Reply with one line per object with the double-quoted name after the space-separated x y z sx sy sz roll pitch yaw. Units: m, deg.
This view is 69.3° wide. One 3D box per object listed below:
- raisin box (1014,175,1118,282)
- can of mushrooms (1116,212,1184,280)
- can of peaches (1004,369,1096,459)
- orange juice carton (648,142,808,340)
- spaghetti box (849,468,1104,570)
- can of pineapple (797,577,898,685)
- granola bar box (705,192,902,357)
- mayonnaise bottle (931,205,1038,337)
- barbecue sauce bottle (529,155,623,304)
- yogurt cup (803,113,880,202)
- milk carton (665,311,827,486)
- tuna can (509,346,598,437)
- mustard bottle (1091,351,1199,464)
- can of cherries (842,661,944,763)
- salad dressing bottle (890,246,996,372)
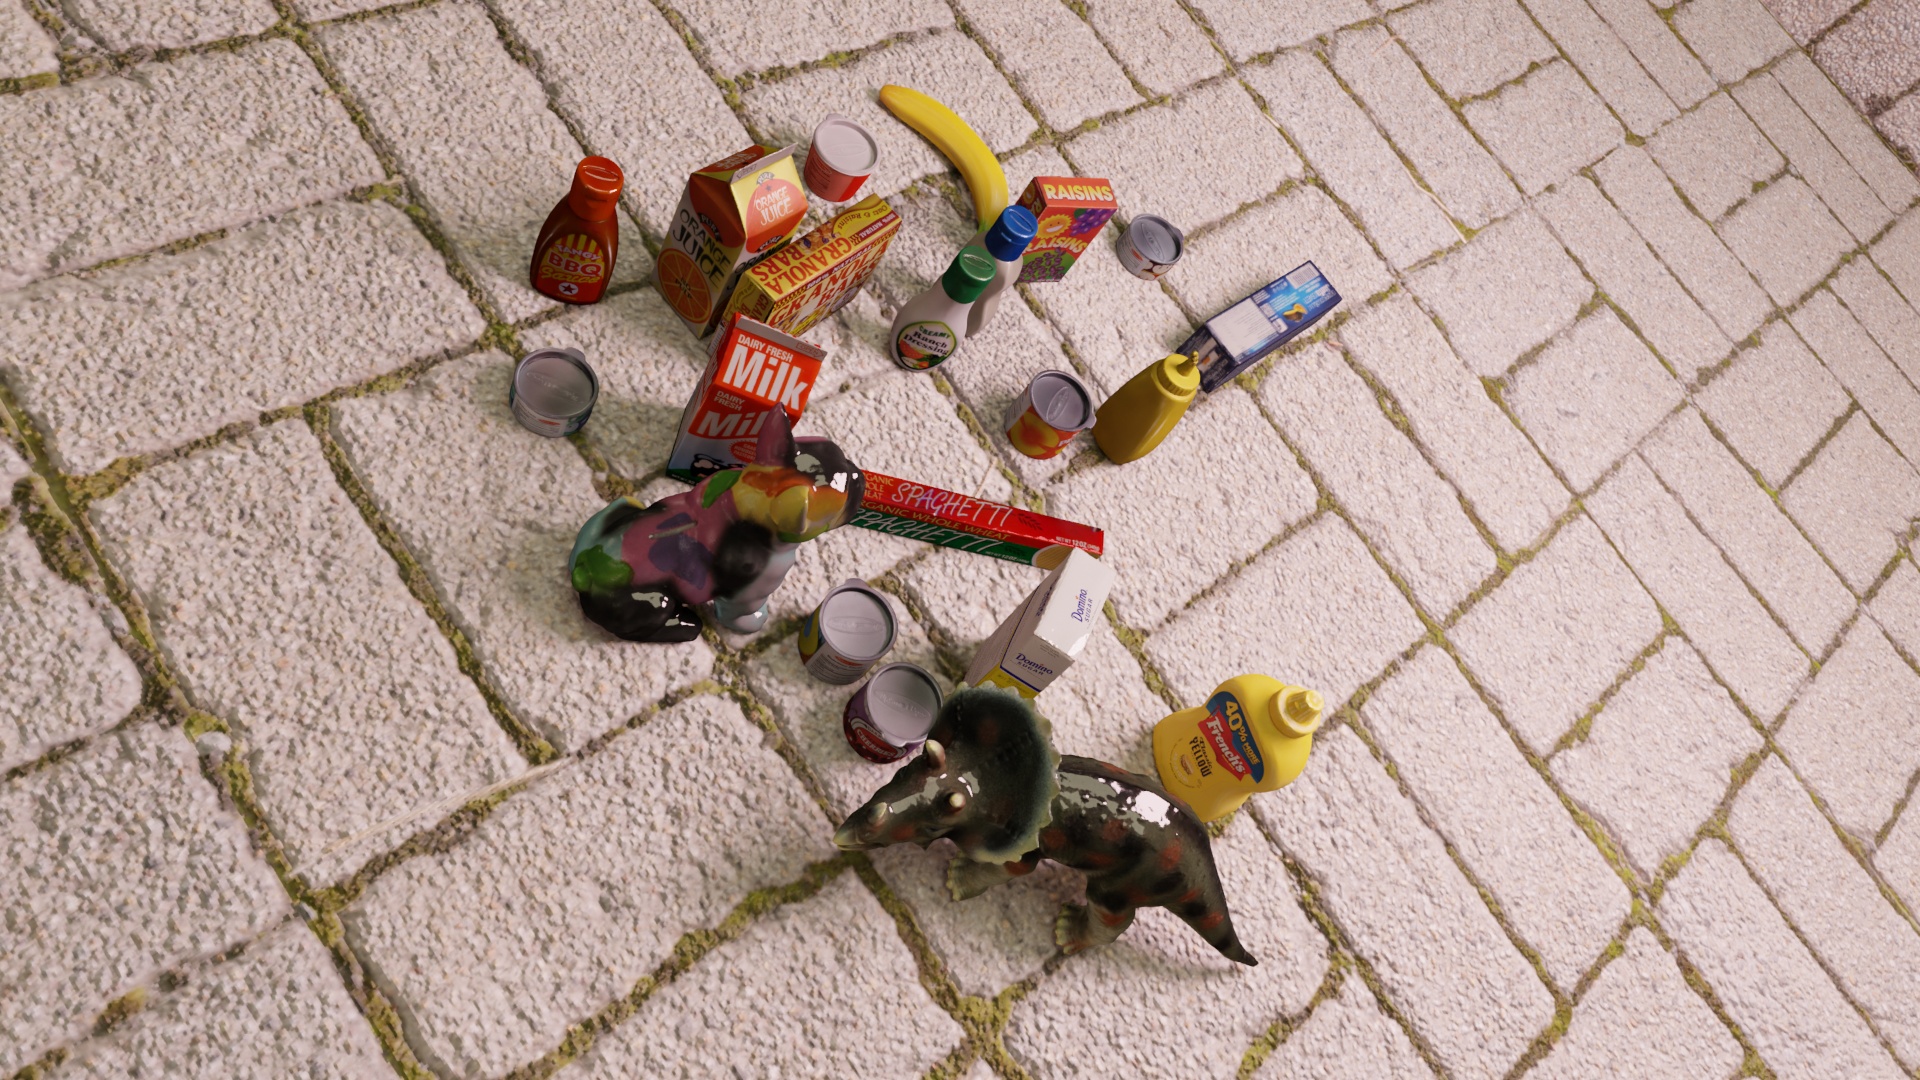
0.086 -0.304 1.362 0.086 0.122 0.040 -6 67 -29 "raisin box"
0.203 -0.313 1.481 0.071 0.033 0.071 12 60 -21 "can of mushrooms"
0.083 -0.116 1.299 0.071 0.057 0.071 12 60 -21 "can of peaches"
-0.189 -0.258 1.155 0.073 0.191 0.072 50 54 4 "orange juice carton"
0.004 -0.015 1.211 0.250 0.050 0.029 13 59 -20 "spaghetti box"
-0.090 0.074 1.110 0.071 0.057 0.071 12 60 -21 "can of pineapple"
-0.135 -0.220 1.205 0.039 0.123 0.166 47 54 2 "granola bar box"
0.024 -0.251 1.287 0.065 0.147 0.041 41 54 -2 "mayonnaise bottle"
-0.305 -0.250 1.120 0.065 0.148 0.044 12 60 -21 "barbecue sauce bottle"
-0.117 -0.363 1.334 0.072 0.053 0.073 12 60 -21 "yogurt cup"
-0.167 -0.111 1.089 0.072 0.189 0.074 20 57 -16 "milk carton"
-0.325 -0.120 1.112 0.071 0.032 0.071 12 60 -21 "tuna can"
0.182 -0.131 1.294 0.049 0.159 0.065 -28 79 -35 "mustard bottle"
-0.054 0.138 1.093 0.071 0.058 0.072 12 60 -21 "can of cherries"
-0.015 -0.207 1.243 0.064 0.147 0.044 20 57 -16 "salad dressing bottle"
